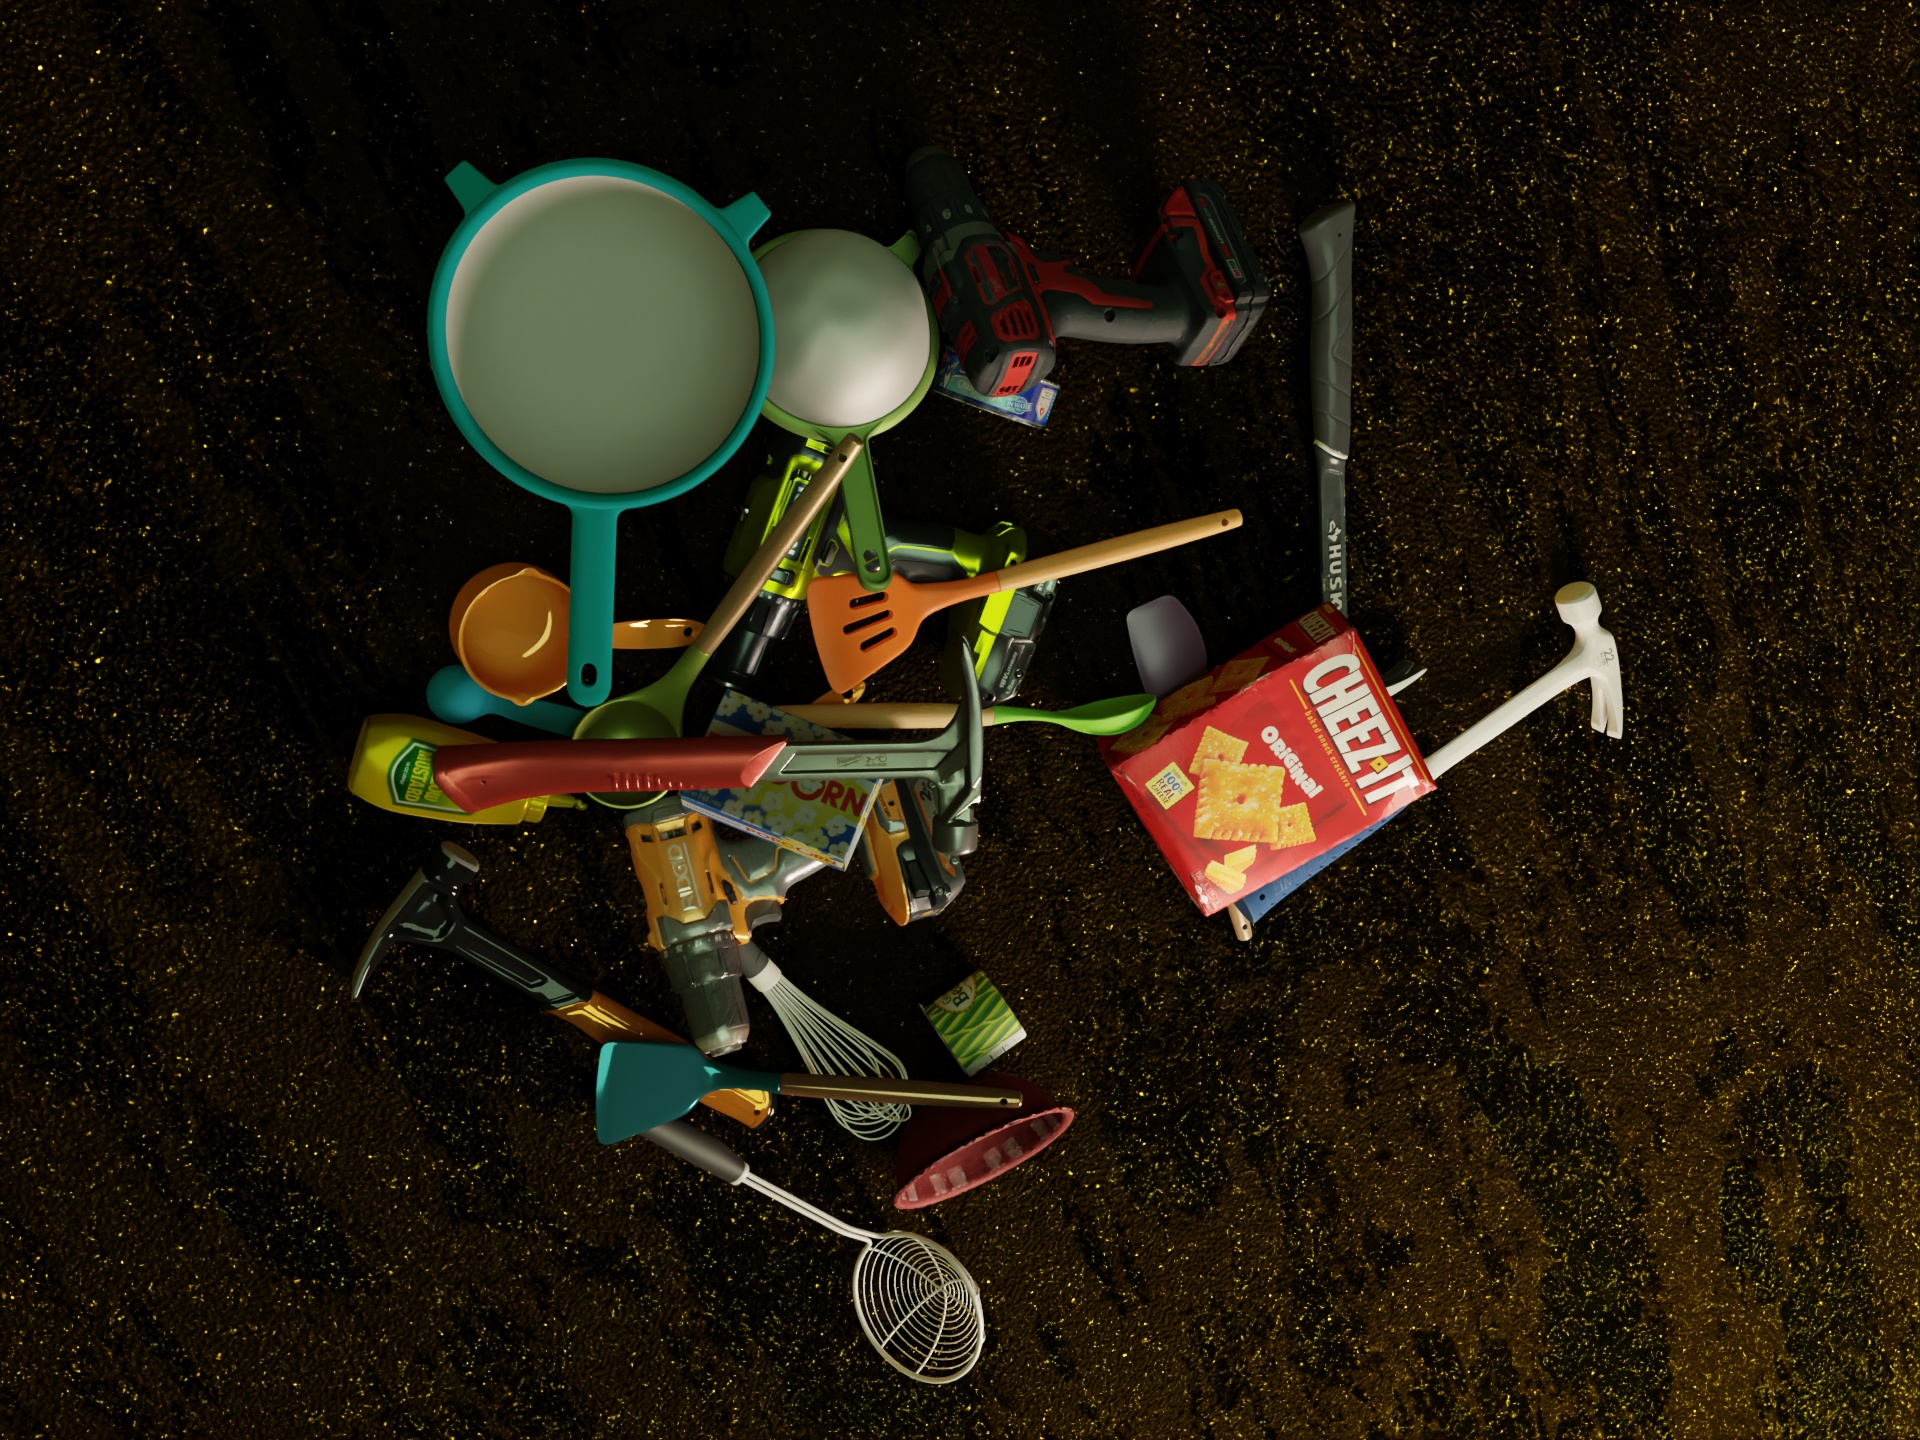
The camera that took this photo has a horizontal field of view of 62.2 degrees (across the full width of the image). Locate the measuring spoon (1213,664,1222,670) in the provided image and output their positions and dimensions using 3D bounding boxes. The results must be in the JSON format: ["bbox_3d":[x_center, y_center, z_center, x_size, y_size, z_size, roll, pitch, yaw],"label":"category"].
[{"bbox_3d":[0.227,0.011,1.306,0.034,0.018,0.124,-21,106,-6],"label":"measuring spoon"}]

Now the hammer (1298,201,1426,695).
[{"bbox_3d":[0.297,-0.194,1.252,0.149,0.036,0.408,-11,110,-17],"label":"hammer"}]

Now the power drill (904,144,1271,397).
[{"bbox_3d":[0.078,-0.317,1.088,0.226,0.080,0.188,-11,68,-23],"label":"power drill"}]

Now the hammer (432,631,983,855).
[{"bbox_3d":[-0.164,0.019,1.053,0.359,0.037,0.149,-1,105,-2],"label":"hammer"}]

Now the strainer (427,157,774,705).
[{"bbox_3d":[-0.230,-0.183,1.035,0.211,0.095,0.340,4,104,-6],"label":"strainer"}]

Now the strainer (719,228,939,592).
[{"bbox_3d":[-0.072,-0.214,1.043,0.151,0.069,0.256,-8,82,-16],"label":"strainer"}]

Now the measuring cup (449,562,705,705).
[{"bbox_3d":[-0.264,-0.065,1.095,0.173,0.052,0.095,-4,111,-32],"label":"measuring cup"}]

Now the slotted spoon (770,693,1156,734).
[{"bbox_3d":[-0.002,-0.004,1.197,0.313,0.070,0.031,0,97,-15],"label":"slotted spoon"}]

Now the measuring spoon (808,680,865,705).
[{"bbox_3d":[-0.121,0.004,1.186,0.117,0.011,0.021,-35,112,-10],"label":"measuring spoon"}]

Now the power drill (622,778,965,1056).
[{"bbox_3d":[-0.115,0.128,1.151,0.226,0.084,0.185,-13,77,-14],"label":"power drill"}]

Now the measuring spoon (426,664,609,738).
[{"bbox_3d":[-0.307,-0.005,1.110,0.128,0.021,0.042,15,101,-23],"label":"measuring spoon"}]

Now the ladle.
[{"bbox_3d":[-0.161,-0.063,1.064,0.078,0.062,0.320,35,115,-11],"label":"ladle"}]

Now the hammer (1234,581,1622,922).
[{"bbox_3d":[0.400,0.047,1.351,0.405,0.035,0.144,-33,114,-10],"label":"hammer"}]

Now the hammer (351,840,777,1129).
[{"bbox_3d":[-0.279,0.225,1.186,0.336,0.034,0.127,36,92,-25],"label":"hammer"}]

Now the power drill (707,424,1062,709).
[{"bbox_3d":[-0.060,-0.090,1.140,0.228,0.080,0.190,18,99,-20],"label":"power drill"}]

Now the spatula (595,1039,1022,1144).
[{"bbox_3d":[-0.111,0.281,1.197,0.317,0.044,0.082,4,100,-4],"label":"spatula"}]

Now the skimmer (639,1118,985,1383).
[{"bbox_3d":[-0.132,0.411,1.264,0.363,0.090,0.127,36,124,-23],"label":"skimmer"}]

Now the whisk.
[{"bbox_3d":[-0.131,0.217,1.226,0.070,0.070,0.284,-40,110,-4],"label":"whisk"}]

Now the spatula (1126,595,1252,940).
[{"bbox_3d":[0.198,0.045,1.302,0.060,0.018,0.315,-23,112,-12],"label":"spatula"}]

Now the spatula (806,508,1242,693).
[{"bbox_3d":[0.051,-0.101,1.104,0.322,0.041,0.081,-16,105,-11],"label":"spatula"}]
